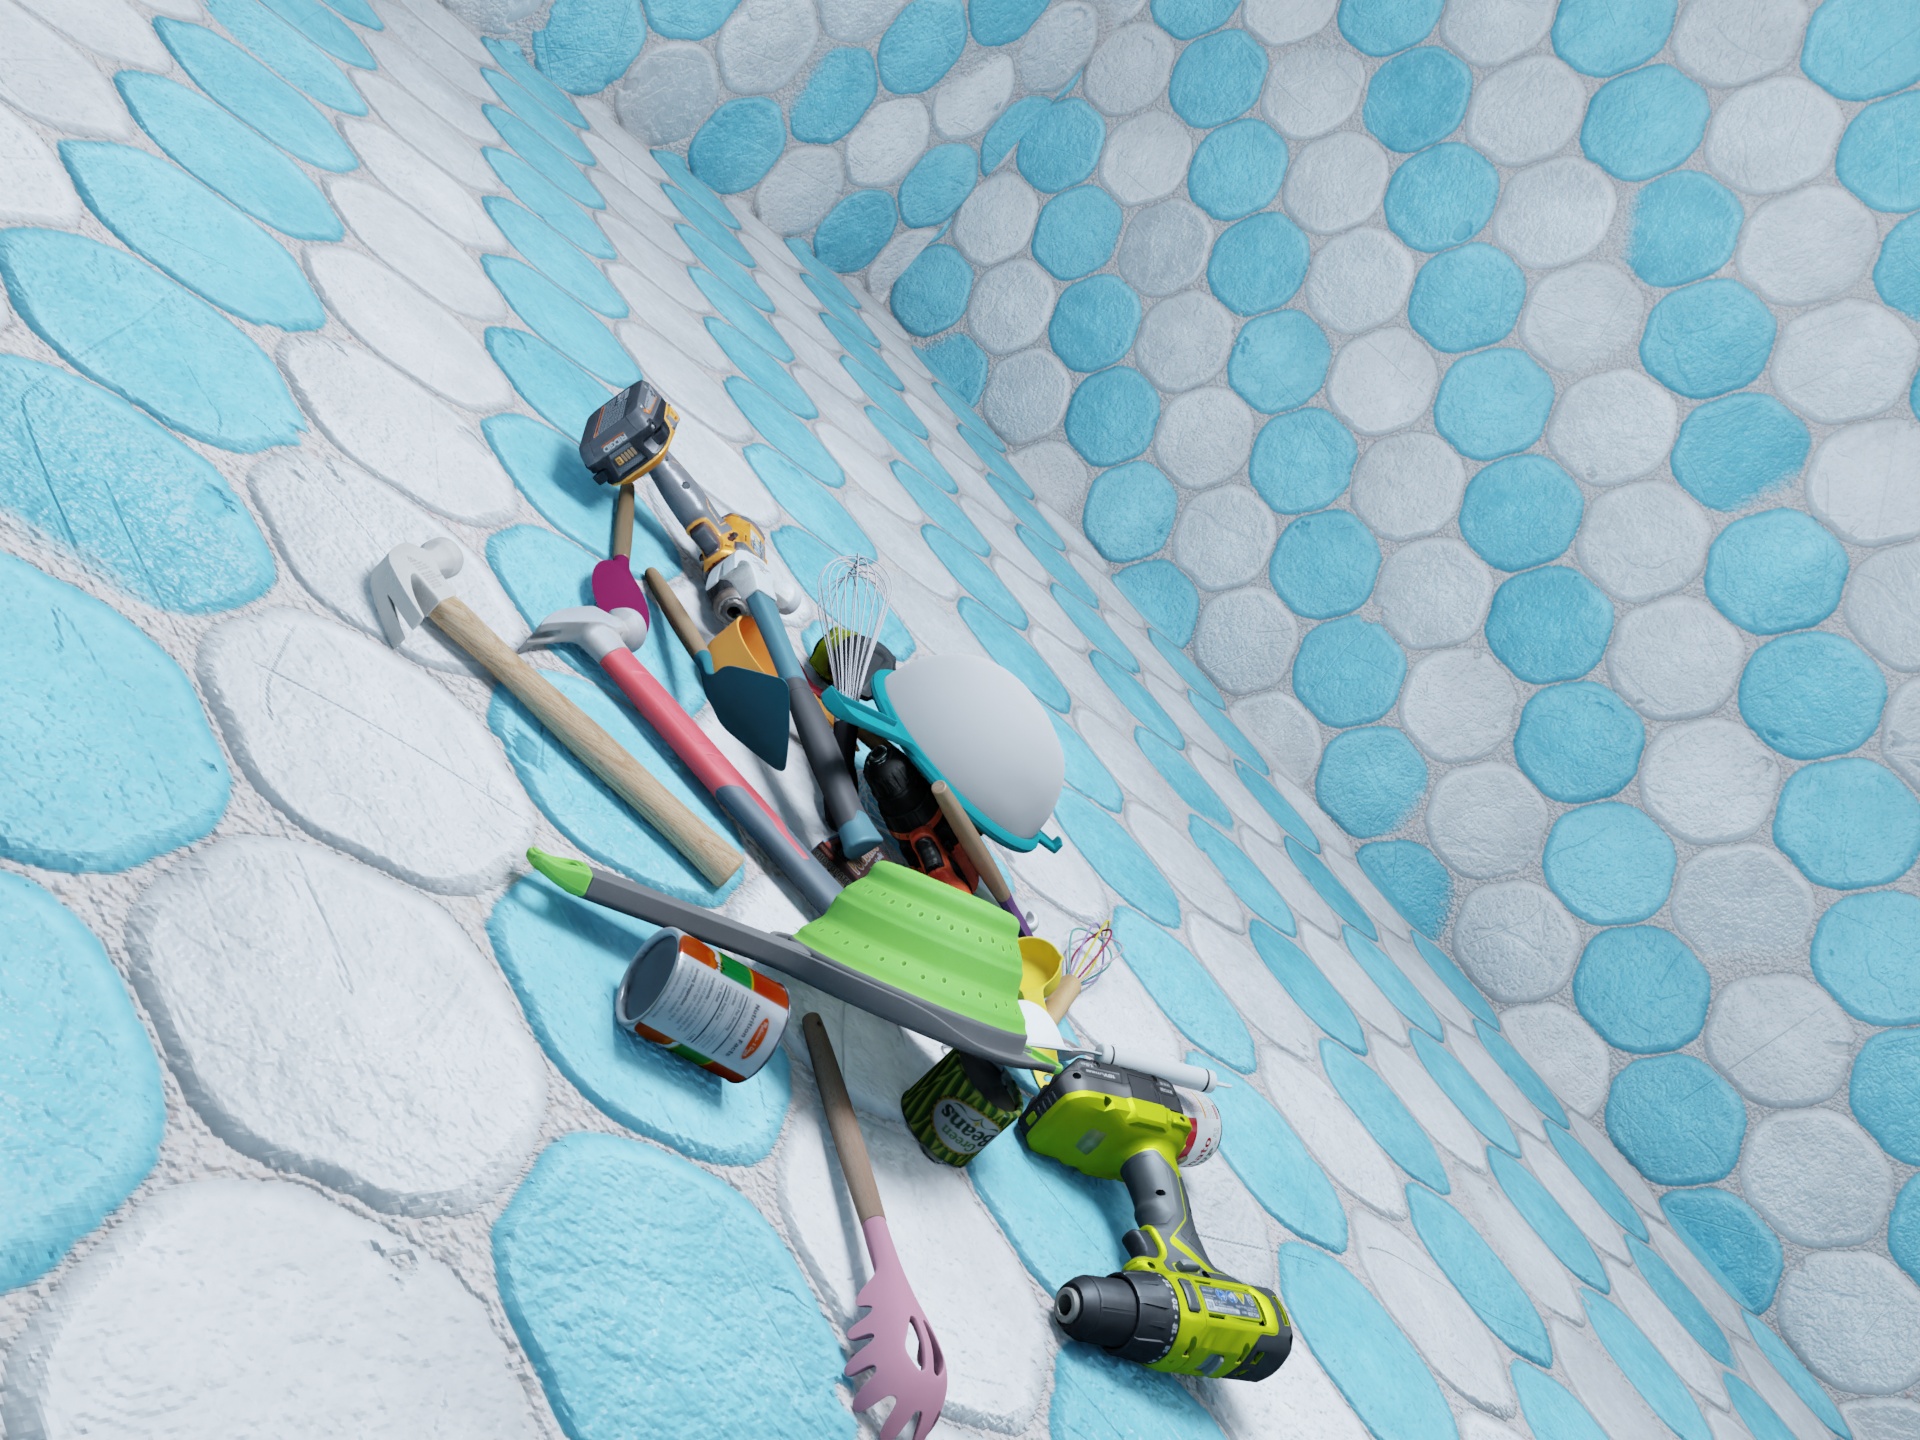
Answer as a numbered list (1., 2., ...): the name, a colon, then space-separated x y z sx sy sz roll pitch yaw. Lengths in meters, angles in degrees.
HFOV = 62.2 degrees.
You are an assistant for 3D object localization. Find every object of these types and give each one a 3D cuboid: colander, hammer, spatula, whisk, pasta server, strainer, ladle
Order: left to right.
1. hammer: -0.283 -0.002 1.128 0.331 0.031 0.130 44 16 -5
2. spatula: -0.217 -0.064 1.358 0.044 0.082 0.318 -8 31 -23
3. hammer: -0.178 0.060 1.220 0.386 0.038 0.143 47 18 8
4. hammer: -0.135 -0.019 1.350 0.128 0.033 0.331 35 24 -53
5. colander: -0.090 0.127 1.057 0.396 0.094 0.205 26 -6 -28
6. whisk: -0.099 -0.030 1.428 0.070 0.070 0.285 30 50 -41
7. pasta server: -0.064 0.290 0.964 0.060 0.040 0.317 34 15 -32
8. ladle: -0.093 0.007 1.488 0.316 0.031 0.069 40 12 20
9. whisk: -0.010 0.121 1.458 0.246 0.059 0.058 43 55 -25
10. strainer: -0.002 -0.004 1.348 0.211 0.095 0.340 54 13 25
11. spatula: 0.030 0.140 1.367 0.060 0.018 0.315 58 -3 39
12. whisk: 0.107 0.235 1.478 0.051 0.047 0.245 47 20 4
13. strainer: 0.107 0.263 1.266 0.258 0.050 0.087 18 -14 -20

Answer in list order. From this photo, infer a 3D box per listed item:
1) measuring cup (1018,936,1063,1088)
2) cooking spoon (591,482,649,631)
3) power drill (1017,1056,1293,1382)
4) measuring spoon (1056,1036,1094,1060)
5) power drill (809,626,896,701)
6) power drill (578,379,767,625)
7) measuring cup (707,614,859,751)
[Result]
1. measuring cup: 0.065 0.253 1.347 0.029 0.062 0.157 80 1 -46
2. cooking spoon: -0.311 -0.156 1.461 0.068 0.017 0.319 46 14 -28
3. power drill: 0.123 0.360 1.145 0.190 0.080 0.229 21 29 -32
4. measuring spoon: 0.122 0.299 1.363 0.124 0.018 0.034 27 0 -16
5. power drill: -0.049 -0.013 1.608 0.223 0.080 0.171 37 -4 -19
6. power drill: -0.266 -0.200 1.531 0.226 0.084 0.186 52 12 -27
7. measuring cup: -0.162 -0.017 1.433 0.173 0.052 0.095 48 16 -29
